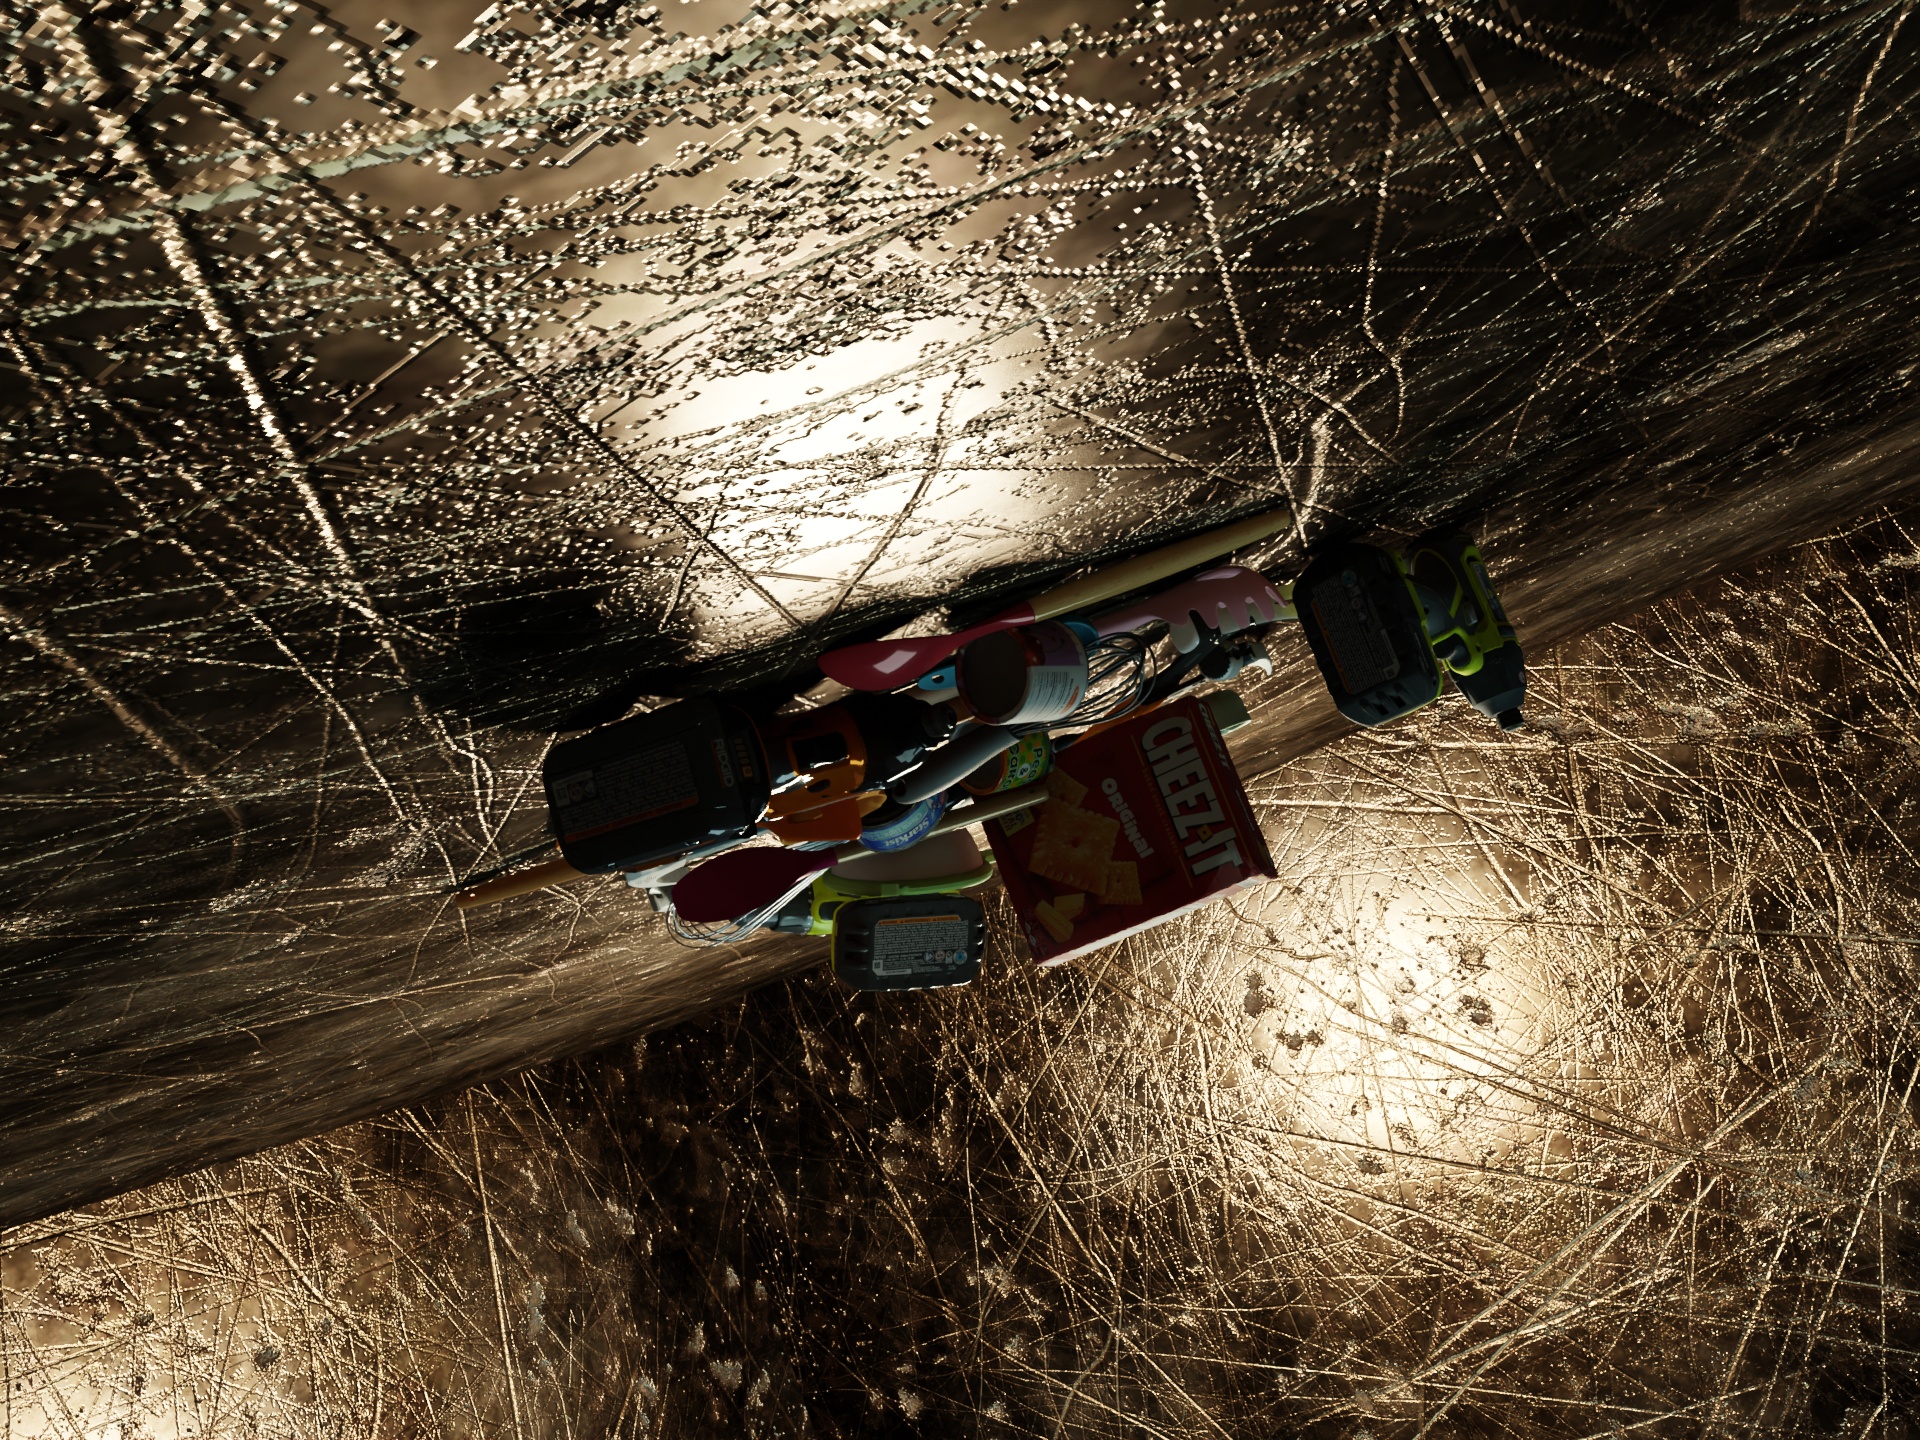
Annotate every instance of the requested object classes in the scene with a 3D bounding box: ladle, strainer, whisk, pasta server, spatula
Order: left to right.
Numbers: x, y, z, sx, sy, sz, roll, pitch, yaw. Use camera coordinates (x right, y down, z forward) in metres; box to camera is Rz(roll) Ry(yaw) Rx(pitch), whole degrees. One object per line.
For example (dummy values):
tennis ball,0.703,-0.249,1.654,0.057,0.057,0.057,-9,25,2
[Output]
spatula,-0.228,0.090,1.171,0.322,0.081,0.041,-17,180,8
whisk,-0.114,0.112,1.325,0.284,0.070,0.070,-26,171,-6
strainer,-0.004,0.102,1.431,0.256,0.069,0.151,-8,-173,-33
whisk,0.037,0.007,1.089,0.239,0.055,0.055,-31,167,35
pasta server,0.070,-0.045,1.102,0.316,0.040,0.060,-20,-162,1
ladle,0.064,-0.075,0.966,0.315,0.031,0.069,-21,174,-15

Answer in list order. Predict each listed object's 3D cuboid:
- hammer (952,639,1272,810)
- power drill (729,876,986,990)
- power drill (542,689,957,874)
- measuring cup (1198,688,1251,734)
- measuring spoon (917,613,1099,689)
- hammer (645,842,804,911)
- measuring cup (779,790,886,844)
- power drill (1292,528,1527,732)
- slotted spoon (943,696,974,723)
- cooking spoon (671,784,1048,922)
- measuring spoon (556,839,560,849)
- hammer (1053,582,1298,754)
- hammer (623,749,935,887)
hammer,0.121,0.014,1.551,0.409,0.036,0.149,-27,170,32
power drill,-0.096,0.179,1.437,0.190,0.080,0.229,0,-175,-25
power drill,-0.112,0.025,0.930,0.164,0.084,0.226,-17,177,28
measuring cup,0.189,0.014,1.481,0.167,0.038,0.083,-24,173,29
measuring spoon,0.031,-0.047,1.078,0.128,0.021,0.042,-15,137,12
hammer,-0.112,0.098,1.497,0.405,0.035,0.144,-23,170,11
measuring cup,-0.082,0.035,1.183,0.095,0.052,0.173,-14,162,-45
power drill,0.368,-0.066,1.252,0.223,0.171,0.080,-6,162,-47
slotted spoon,-0.095,0.028,1.108,0.313,0.031,0.070,-20,-160,-6
cooking spoon,-0.077,0.103,1.292,0.319,0.069,0.017,-16,134,-12
measuring spoon,-0.265,0.068,1.089,0.021,0.011,0.117,-17,166,-22
hammer,0.164,-0.020,1.367,0.127,0.034,0.336,-15,163,-29
hammer,-0.126,0.073,1.341,0.331,0.033,0.128,-18,169,-18
